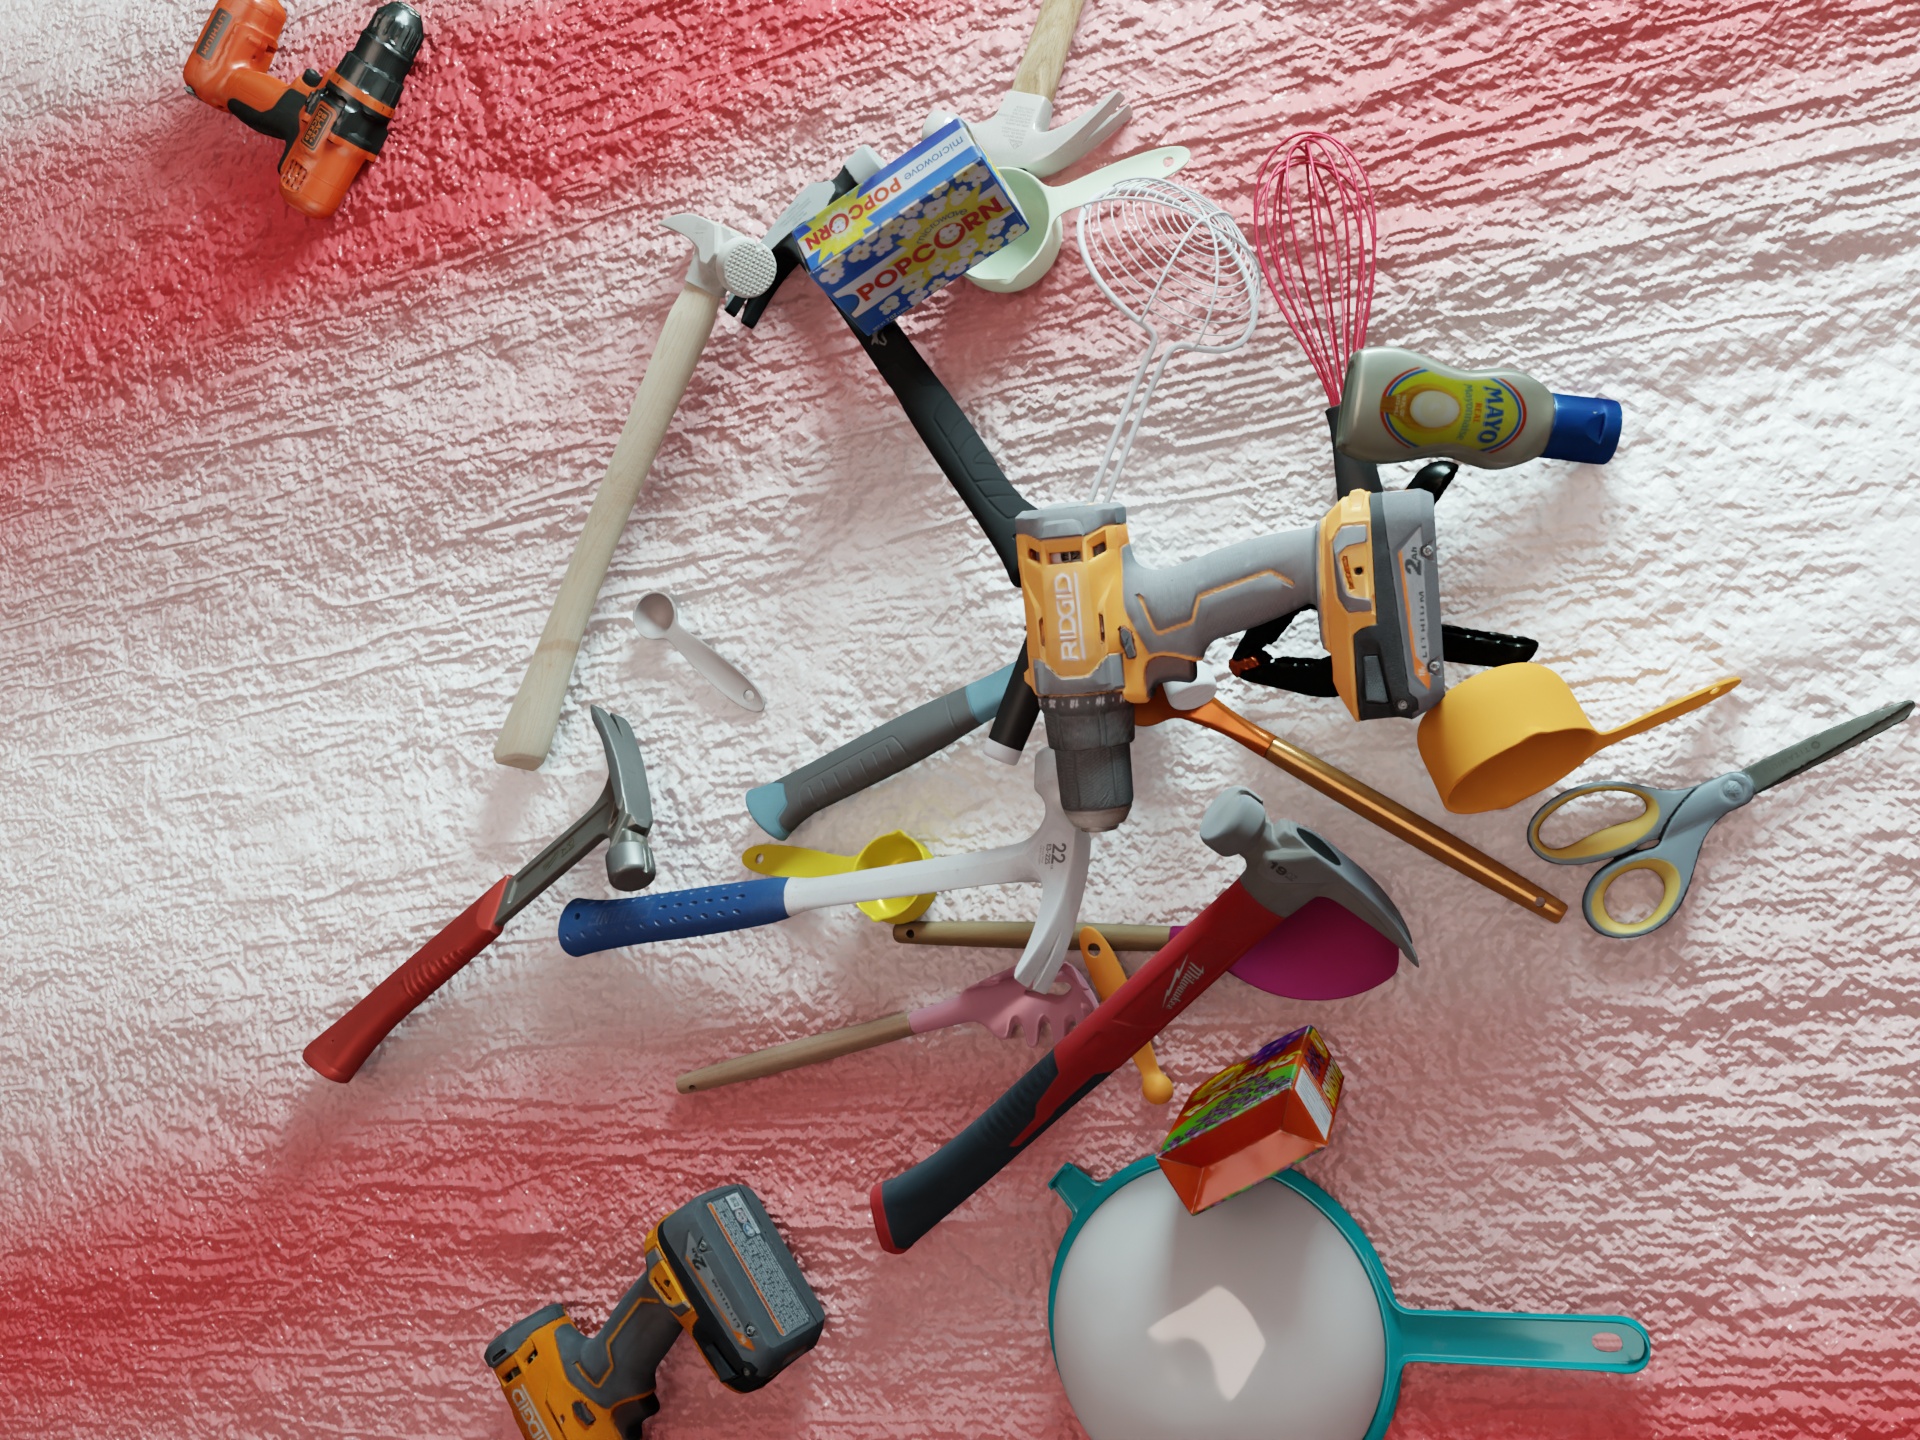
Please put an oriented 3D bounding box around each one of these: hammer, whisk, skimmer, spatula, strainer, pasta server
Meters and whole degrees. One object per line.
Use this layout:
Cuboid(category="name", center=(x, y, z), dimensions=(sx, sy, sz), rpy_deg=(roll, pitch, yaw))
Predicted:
Cuboid(category="hammer", center=(-0.037, -0.219, 1.041), dimensions=(0.146, 0.035, 0.335), rpy_deg=(-38, 66, 15))
Cuboid(category="whisk", center=(0.224, -0.203, 0.936), dimensions=(0.073, 0.073, 0.296), rpy_deg=(-10, 87, 22))
Cuboid(category="skimmer", center=(0.080, -0.150, 0.959), dimensions=(0.127, 0.090, 0.363), rpy_deg=(20, 93, -19))
Cuboid(category="hammer", center=(-0.101, 0.117, 1.016), dimensions=(0.405, 0.035, 0.144), rpy_deg=(-12, 60, 30))
Cuboid(category="hammer", center=(-0.353, 0.145, 1.144), dimensions=(0.359, 0.036, 0.149), rpy_deg=(-39, 48, 21))
Cuboid(category="hammer", center=(0.085, -0.514, 1.036), dimensions=(0.130, 0.031, 0.331), rpy_deg=(20, 93, 24))
Cuboid(category="spatula", center=(0.206, 0.028, 0.939), dimensions=(0.323, 0.041, 0.081), rpy_deg=(32, 96, 18))
Cuboid(category="strainer", center=(0.194, 0.347, 0.873), dimensions=(0.340, 0.095, 0.211), rpy_deg=(-7, 82, 24))
Cuboid(category="hammer", center=(-0.248, -0.156, 1.126), dimensions=(0.146, 0.038, 0.410), rpy_deg=(40, 109, 52))
Cuboid(category="pasta server", center=(-0.055, 0.206, 1.023), dimensions=(0.316, 0.040, 0.060), rpy_deg=(-19, 113, 22))
Cuboid(category="hammer", center=(-0.002, -0.003, 1.011), dimensions=(0.331, 0.033, 0.128), rpy_deg=(-27, 59, 22))
Cuboid(category="hammer", center=(0.086, 0.206, 0.934), dimensions=(0.143, 0.038, 0.386), rpy_deg=(36, 115, -14))

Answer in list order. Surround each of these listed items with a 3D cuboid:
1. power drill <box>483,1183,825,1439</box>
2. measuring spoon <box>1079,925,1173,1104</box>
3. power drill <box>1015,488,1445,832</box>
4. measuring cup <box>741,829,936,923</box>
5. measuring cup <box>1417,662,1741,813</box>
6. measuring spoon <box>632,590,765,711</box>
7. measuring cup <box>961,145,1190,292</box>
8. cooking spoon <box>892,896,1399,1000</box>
Cuboid(category="power drill", center=(-0.199, 0.427, 1.042), dimensions=(0.226, 0.084, 0.164), rpy_deg=(-41, 72, 19))
Cuboid(category="measuring spoon", center=(0.098, 0.179, 0.964), dimensions=(0.021, 0.011, 0.117), rpy_deg=(-26, 86, 23))
Cuboid(category="power drill", center=(0.146, -0.034, 0.869), dimensions=(0.226, 0.084, 0.185), rpy_deg=(-3, 97, 17))
Cuboid(category="measuring cup", center=(-0.080, 0.101, 1.055), dimensions=(0.156, 0.029, 0.062), rpy_deg=(4, 72, 36))
Cuboid(category="measuring cup", center=(0.333, -0.008, 0.867), dimensions=(0.173, 0.095, 0.052), rpy_deg=(-21, 62, -1))
Cuboid(category="measuring spoon", center=(-0.180, -0.046, 1.116), dimensions=(0.124, 0.018, 0.034), rpy_deg=(40, 100, 14))
Cuboid(category="measuring cup", center=(0.071, -0.328, 1.022), dimensions=(0.167, 0.038, 0.083), rpy_deg=(-15, 79, 19))
Cuboid(category="cooking spoon", center=(0.105, 0.132, 0.973), dimensions=(0.319, 0.017, 0.069), rpy_deg=(-2, 95, 23))
